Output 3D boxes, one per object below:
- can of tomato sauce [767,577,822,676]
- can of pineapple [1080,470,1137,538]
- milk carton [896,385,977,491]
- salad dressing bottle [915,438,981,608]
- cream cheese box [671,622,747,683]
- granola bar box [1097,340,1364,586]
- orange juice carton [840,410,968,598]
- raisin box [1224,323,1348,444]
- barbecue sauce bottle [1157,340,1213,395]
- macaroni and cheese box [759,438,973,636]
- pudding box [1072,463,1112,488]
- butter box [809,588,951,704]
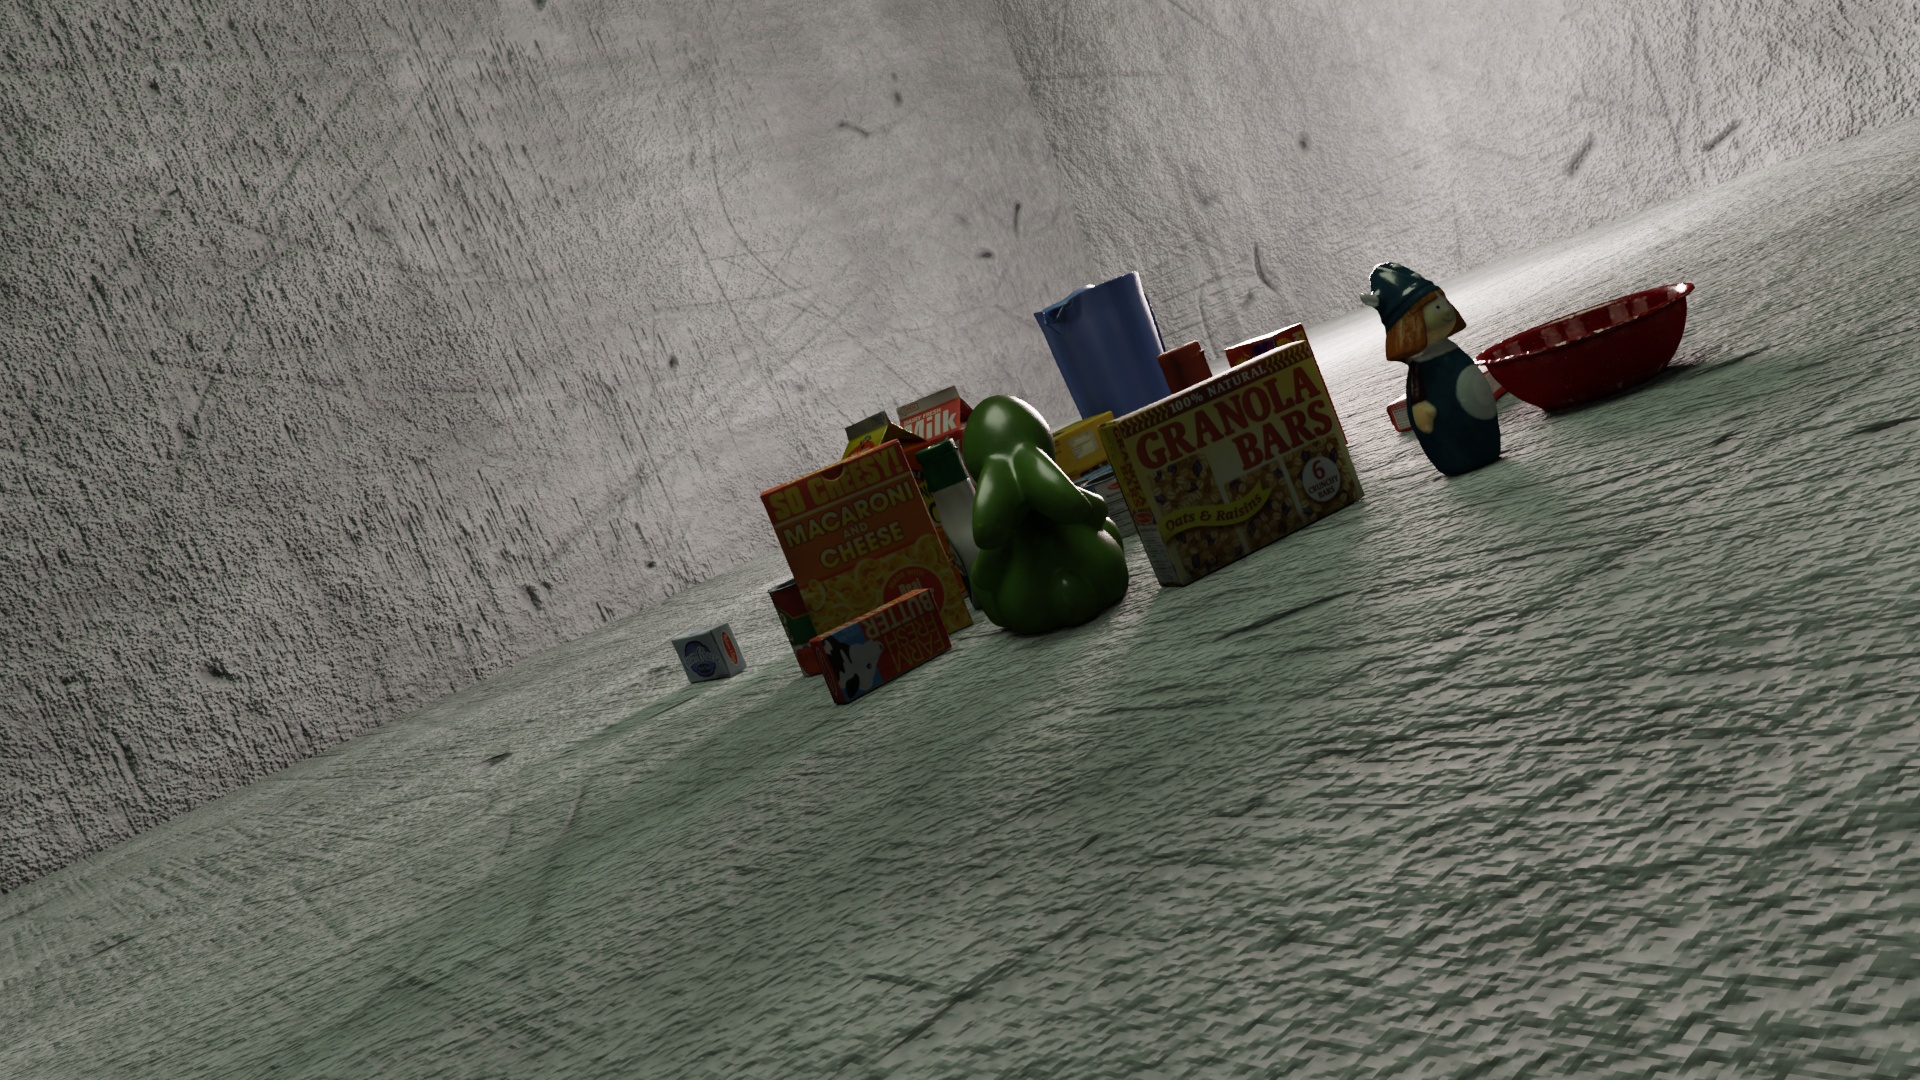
[{"bbox_3d":[-0.126,0.071,1.233,0.071,0.083,0.071,-22,5,2],"label":"can of tomato sauce"},{"bbox_3d":[0.154,-0.037,1.309,0.071,0.058,0.071,-22,5,2],"label":"can of pineapple"},{"bbox_3d":[0.001,-0.055,1.388,0.072,0.190,0.074,-20,6,21],"label":"milk carton"},{"bbox_3d":[0.004,-0.015,1.215,0.044,0.147,0.064,-22,5,3],"label":"salad dressing bottle"},{"bbox_3d":[-0.265,0.119,1.460,0.024,0.053,0.103,-26,7,-36],"label":"cream cheese box"},{"bbox_3d":[0.194,-0.056,0.992,0.166,0.124,0.039,-24,5,-20],"label":"granola bar box"},{"bbox_3d":[-0.056,-0.027,1.322,0.073,0.192,0.071,-26,6,-37],"label":"orange juice carton"},{"bbox_3d":[0.308,-0.136,1.320,0.040,0.123,0.086,-24,6,-20],"label":"raisin box"},{"bbox_3d":[0.205,-0.089,1.141,0.043,0.148,0.065,-19,6,29],"label":"barbecue sauce bottle"},{"bbox_3d":[-0.077,0.015,1.149,0.124,0.166,0.040,-23,5,-5],"label":"macaroni and cheese box"},{"bbox_3d":[0.157,-0.053,1.486,0.030,0.049,0.084,-17,7,45],"label":"pudding box"},{"bbox_3d":[-0.060,0.079,1.055,0.104,0.053,0.024,-26,6,-32],"label":"butter box"}]
